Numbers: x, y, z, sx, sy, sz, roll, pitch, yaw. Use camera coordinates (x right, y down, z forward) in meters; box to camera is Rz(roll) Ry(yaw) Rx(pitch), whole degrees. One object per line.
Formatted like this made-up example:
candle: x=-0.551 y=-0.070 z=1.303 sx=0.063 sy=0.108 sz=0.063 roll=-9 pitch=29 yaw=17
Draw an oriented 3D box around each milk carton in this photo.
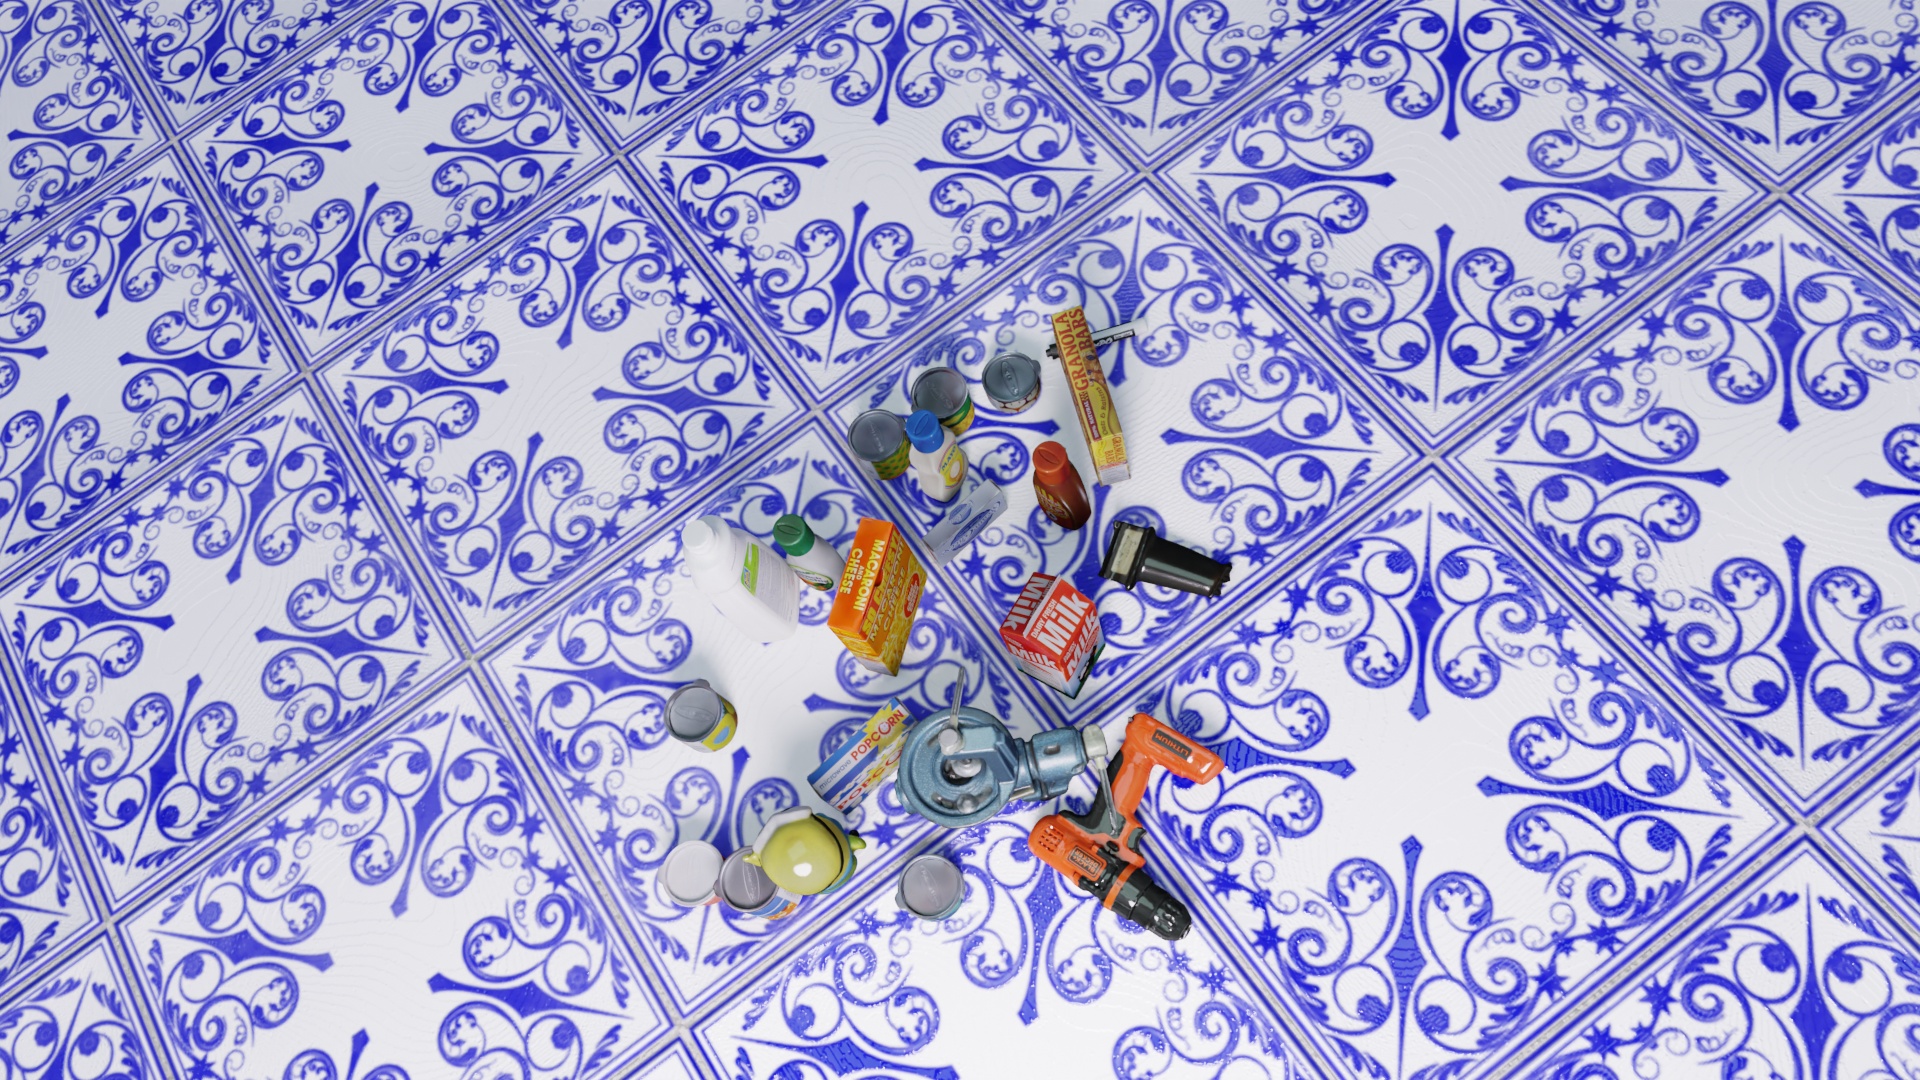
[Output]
milk carton: x=0.094 y=0.094 z=1.417 sx=0.073 sy=0.190 sz=0.072 roll=27 pitch=77 yaw=19

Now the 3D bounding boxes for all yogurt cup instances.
yogurt cup: x=-0.273 y=0.353 z=1.459 sx=0.072 sy=0.053 sz=0.072 roll=-4 pitch=68 yaw=10

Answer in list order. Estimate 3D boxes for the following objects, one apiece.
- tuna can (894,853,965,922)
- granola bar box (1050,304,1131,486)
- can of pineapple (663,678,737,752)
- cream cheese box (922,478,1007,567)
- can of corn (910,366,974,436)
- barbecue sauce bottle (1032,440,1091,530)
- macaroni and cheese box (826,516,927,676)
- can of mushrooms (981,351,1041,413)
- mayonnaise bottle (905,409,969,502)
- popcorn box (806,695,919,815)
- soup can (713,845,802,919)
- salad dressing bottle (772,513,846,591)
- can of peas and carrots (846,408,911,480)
tuna can: x=-0.031 y=0.357 z=1.423 sx=0.071 sy=0.032 sz=0.071 roll=-4 pitch=68 yaw=9
granola bar box: x=0.144 y=-0.158 z=1.542 sx=0.039 sy=0.124 sz=0.166 roll=-17 pitch=67 yaw=4
can of pineapple: x=-0.283 y=0.194 z=1.522 sx=0.071 sy=0.057 sz=0.071 roll=-4 pitch=69 yaw=10
cream cheese box: x=0.006 y=-0.019 z=1.552 sx=0.104 sy=0.053 sz=0.024 roll=-42 pitch=68 yaw=-7
can of corn: x=-0.022 y=-0.157 z=1.609 sx=0.071 sy=0.058 sz=0.071 roll=-4 pitch=69 yaw=10
barbecue sauce bottle: x=0.105 y=-0.062 z=1.498 sx=0.065 sy=0.148 sz=0.044 roll=37 pitch=80 yaw=21
macaroni and cheese box: x=-0.085 y=0.062 z=1.476 sx=0.040 sy=0.166 sz=0.124 roll=12 pitch=72 yaw=15
can of mushrooms: x=0.062 y=-0.184 z=1.617 sx=0.071 sy=0.033 sz=0.071 roll=-4 pitch=68 yaw=9
mayonnaise bottle: x=-0.028 y=-0.097 z=1.538 sx=0.041 sy=0.147 sz=0.065 roll=25 pitch=76 yaw=19
popcorn box: x=-0.095 y=0.227 z=1.457 sx=0.127 sy=0.085 sz=0.038 roll=-42 pitch=68 yaw=-7
soup can: x=-0.207 y=0.354 z=1.430 sx=0.071 sy=0.083 sz=0.071 roll=-4 pitch=69 yaw=10
salad dressing bottle: x=-0.167 y=0.013 z=1.521 sx=0.064 sy=0.147 sz=0.044 roll=17 pitch=74 yaw=17
can of peas and carrots: x=-0.090 y=-0.111 z=1.604 sx=0.071 sy=0.058 sz=0.071 roll=-4 pitch=69 yaw=10
